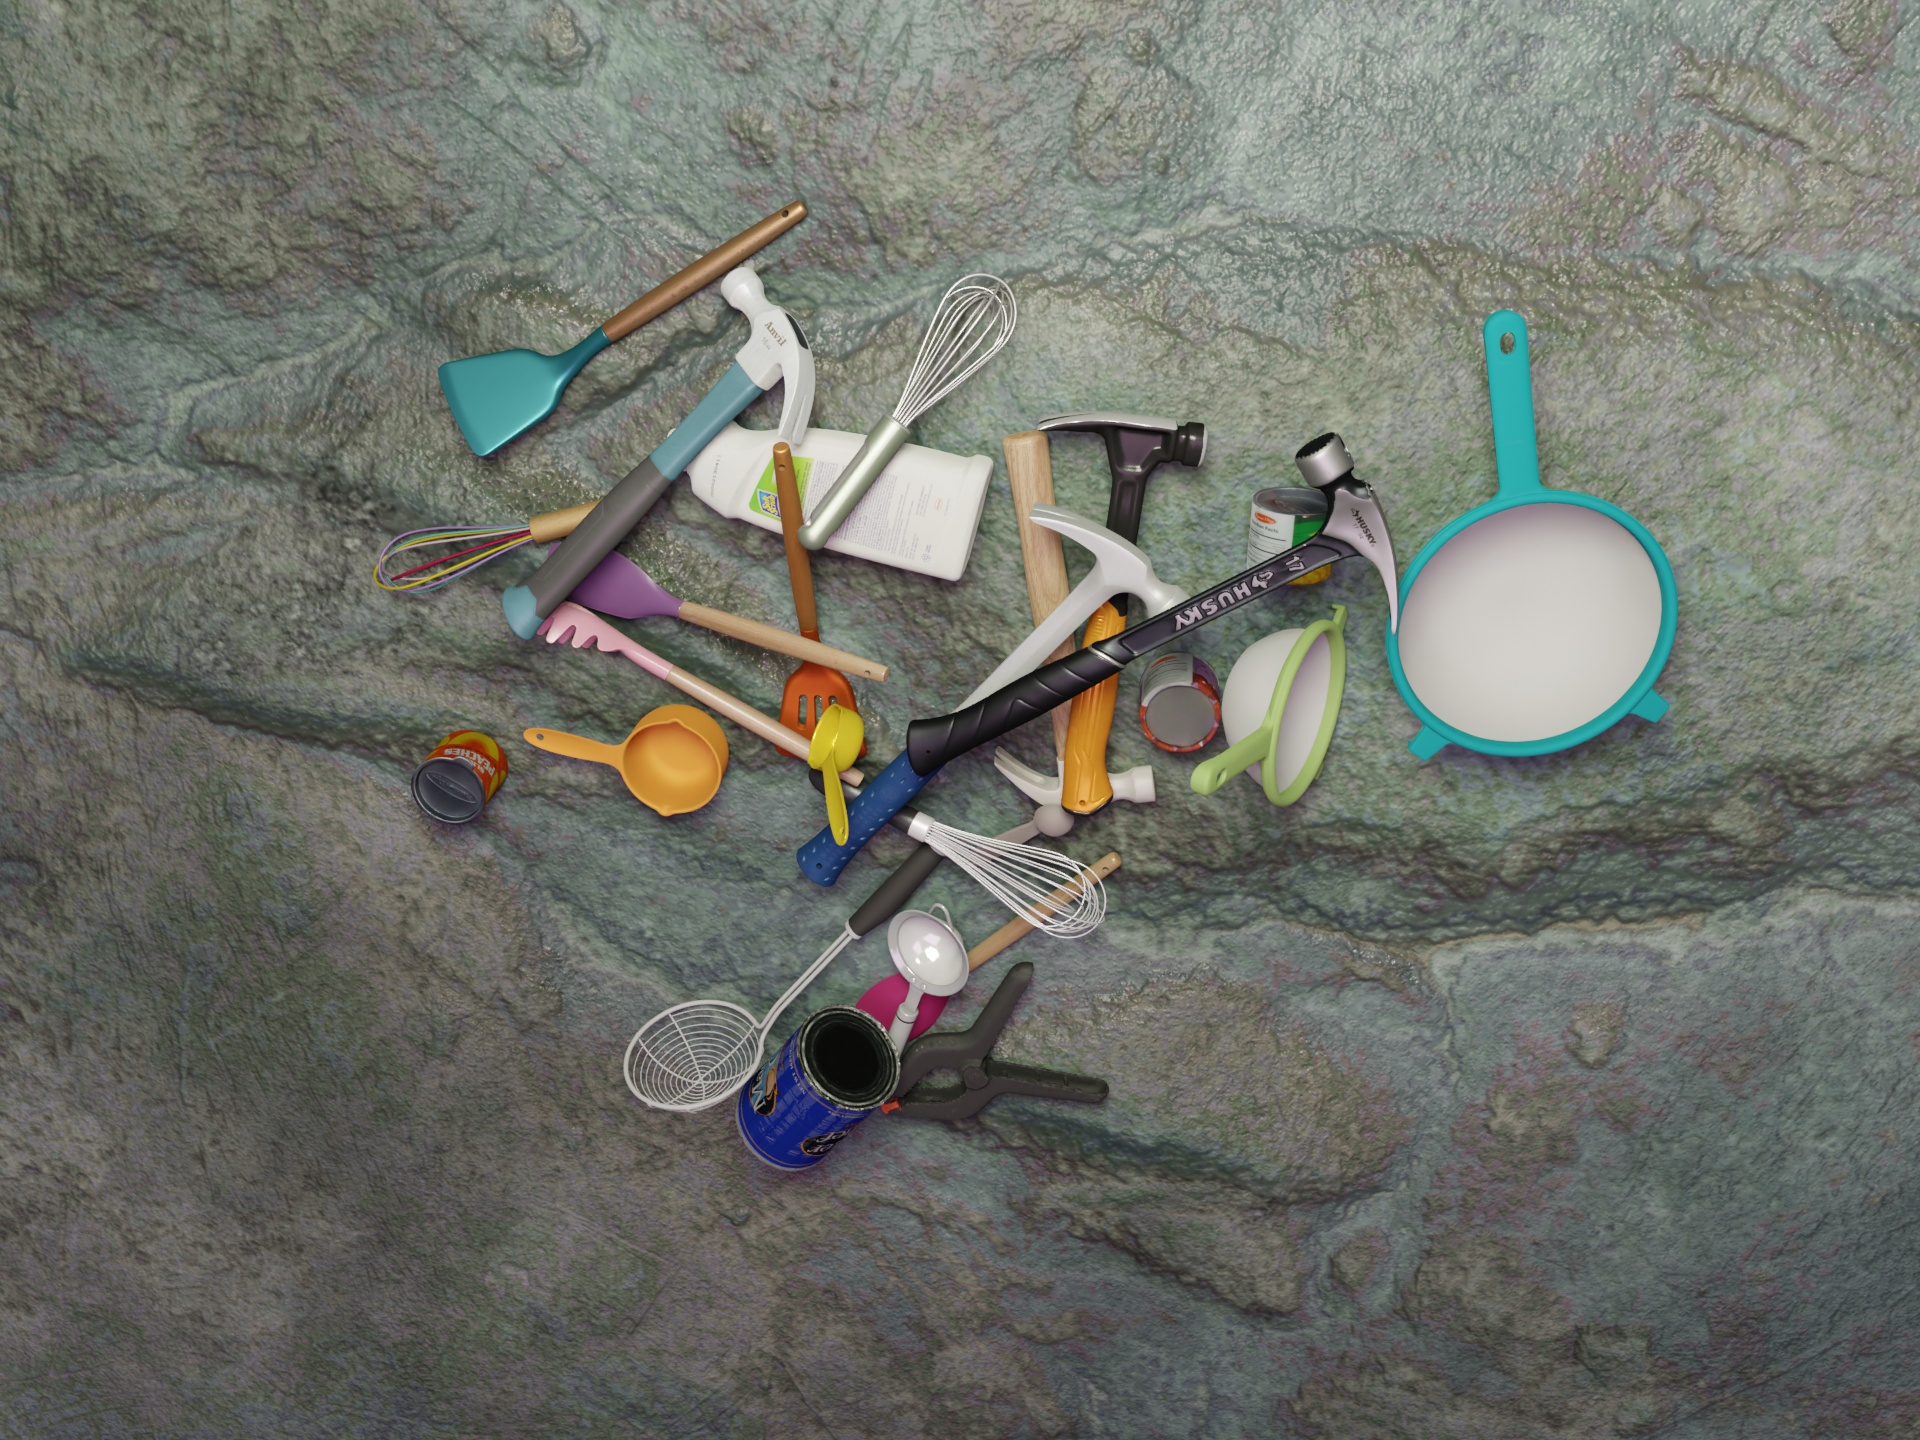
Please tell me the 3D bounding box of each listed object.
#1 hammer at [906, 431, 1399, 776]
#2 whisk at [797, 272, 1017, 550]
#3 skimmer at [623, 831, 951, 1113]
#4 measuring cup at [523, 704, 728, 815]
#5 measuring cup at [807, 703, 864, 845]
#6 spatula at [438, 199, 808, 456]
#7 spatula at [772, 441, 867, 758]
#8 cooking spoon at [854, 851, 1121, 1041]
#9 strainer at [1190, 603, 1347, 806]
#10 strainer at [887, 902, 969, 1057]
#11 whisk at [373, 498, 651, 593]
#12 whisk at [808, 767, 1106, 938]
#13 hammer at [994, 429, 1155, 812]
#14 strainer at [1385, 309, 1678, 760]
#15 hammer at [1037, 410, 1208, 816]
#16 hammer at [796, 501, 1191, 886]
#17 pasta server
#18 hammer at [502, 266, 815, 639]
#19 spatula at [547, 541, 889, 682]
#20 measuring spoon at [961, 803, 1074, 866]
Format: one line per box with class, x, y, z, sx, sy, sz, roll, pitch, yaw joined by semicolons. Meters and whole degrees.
hammer;0.129;-0.053;1.179;0.409;0.036;0.149;-27;109;24
whisk;-0.043;-0.228;1.185;0.059;0.058;0.246;36;94;-22
skimmer;-0.156;0.217;1.427;0.090;0.127;0.363;33;109;-35
measuring cup;-0.284;0.021;1.370;0.173;0.052;0.095;13;116;2
measuring cup;-0.093;0.048;1.282;0.029;0.157;0.062;19;123;-26
spatula;-0.253;-0.309;1.212;0.317;0.044;0.082;-28;82;16
spatula;-0.125;-0.087;1.273;0.081;0.041;0.322;2;139;5
cooking spoon;0.021;0.210;1.445;0.319;0.017;0.068;-38;106;22
strainer;0.218;0.003;1.220;0.069;0.256;0.151;17;115;30
strainer;-0.046;0.258;1.447;0.087;0.050;0.258;32;120;19
whisk;-0.369;-0.147;1.304;0.245;0.047;0.051;-13;112;9
whisk;-0.005;0.106;1.361;0.284;0.070;0.070;27;116;9
hammer;0.074;-0.073;1.297;0.130;0.031;0.331;-7;114;9
strainer;0.412;-0.143;1.193;0.211;0.095;0.340;-10;112;8
hammer;0.107;-0.077;1.255;0.127;0.034;0.336;6;115;2
hammer;-0.002;-0.004;1.272;0.144;0.035;0.405;41;117;-9
pasta server;-0.225;-0.020;1.339;0.316;0.060;0.040;30;89;-6
hammer;-0.239;-0.186;1.222;0.331;0.033;0.128;-42;73;16
spatula;-0.202;-0.085;1.286;0.316;0.018;0.059;19;119;16
measuring spoon;0.047;0.107;1.378;0.124;0.018;0.034;-30;124;33
